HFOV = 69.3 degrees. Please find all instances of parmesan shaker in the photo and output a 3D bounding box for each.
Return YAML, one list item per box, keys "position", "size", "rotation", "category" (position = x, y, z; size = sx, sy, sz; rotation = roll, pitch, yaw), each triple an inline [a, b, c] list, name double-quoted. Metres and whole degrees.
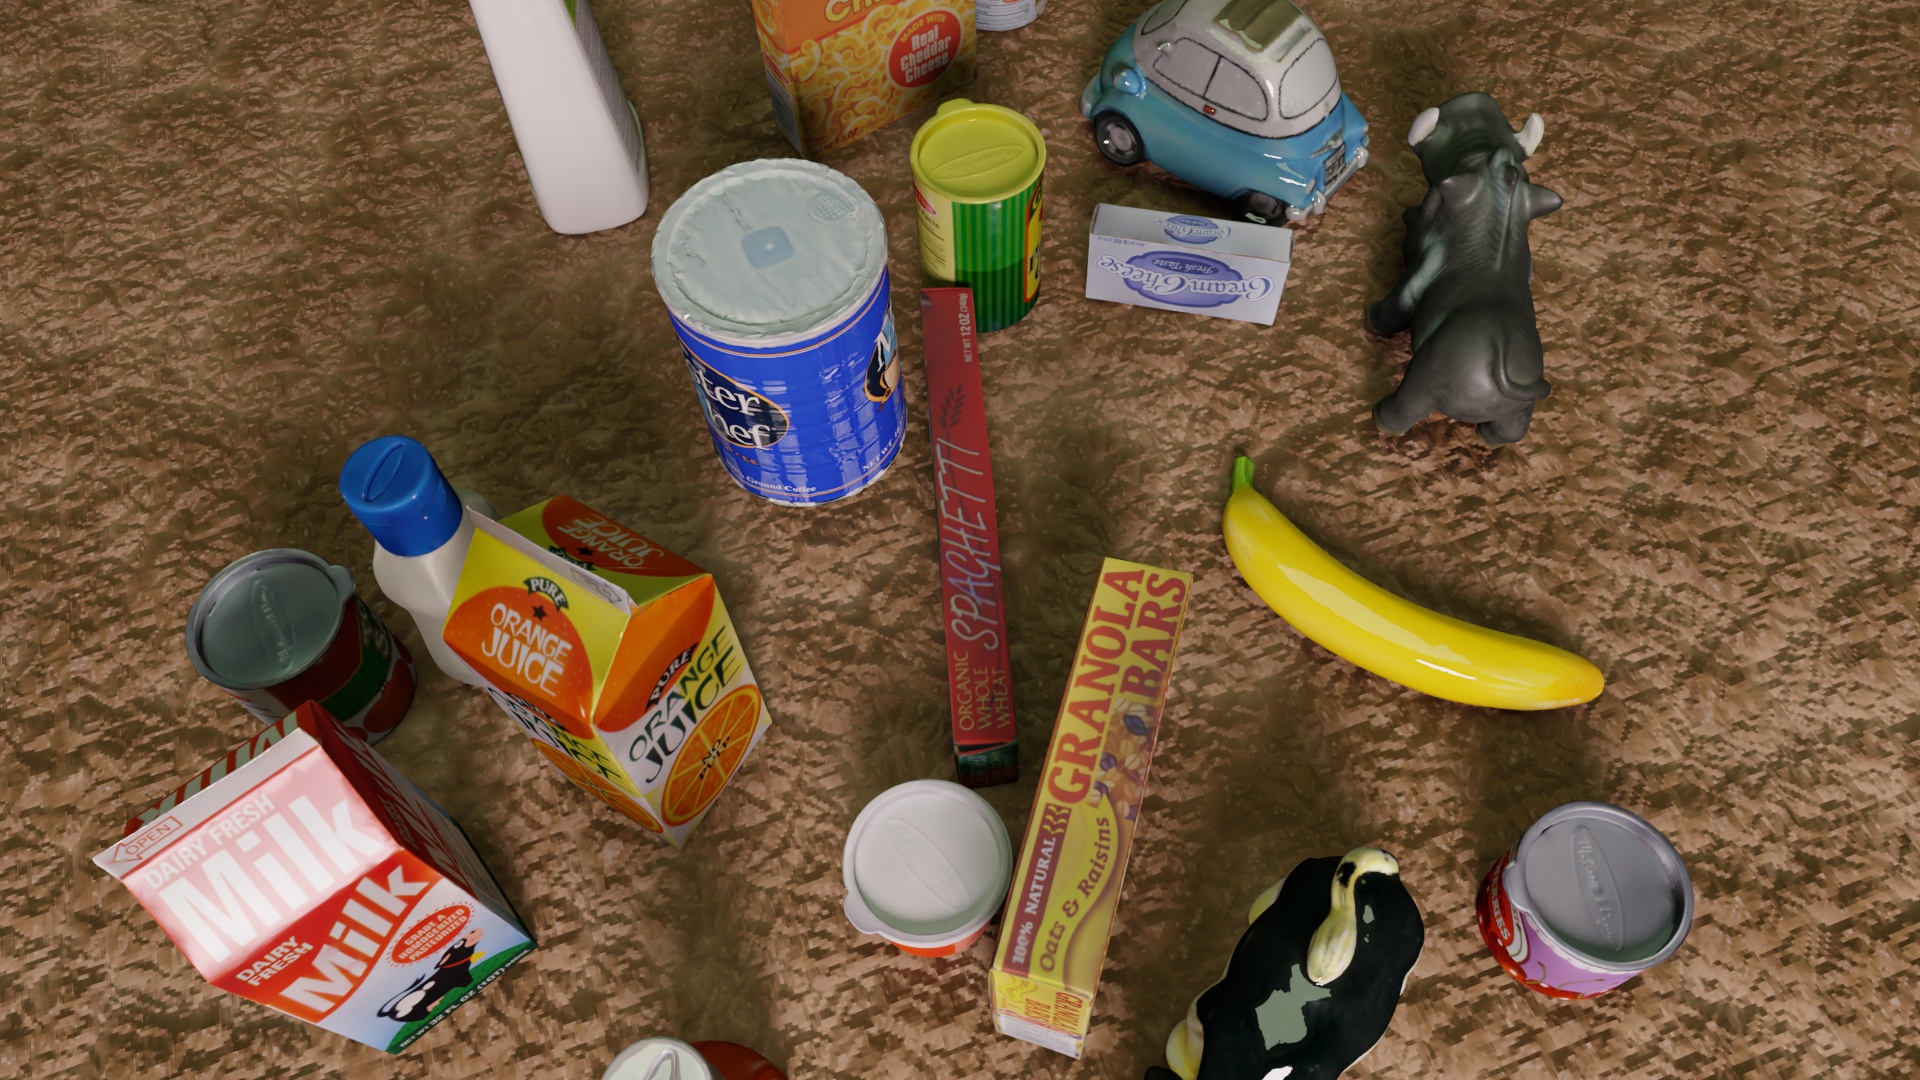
- position: [0.009, -0.166, 0.719]
  size: [0.071, 0.102, 0.071]
  rotation: [-1, 61, 2]
  category: "parmesan shaker"

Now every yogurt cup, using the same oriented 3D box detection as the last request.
- position: [-0.012, 0.139, 0.574]
  size: [0.072, 0.053, 0.073]
  rotation: [-1, 61, 2]
  category: "yogurt cup"

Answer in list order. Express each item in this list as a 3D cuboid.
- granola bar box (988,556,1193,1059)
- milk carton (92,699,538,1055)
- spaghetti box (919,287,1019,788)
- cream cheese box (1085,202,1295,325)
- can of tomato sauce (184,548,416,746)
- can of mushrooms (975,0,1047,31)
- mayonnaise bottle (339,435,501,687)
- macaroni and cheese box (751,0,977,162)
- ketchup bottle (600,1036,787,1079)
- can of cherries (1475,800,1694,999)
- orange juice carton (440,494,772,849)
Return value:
- position: [0.051, 0.107, 0.550]
  size: [0.039, 0.123, 0.166]
  rotation: [13, 62, 9]
  category: "granola bar box"
- position: [-0.232, 0.124, 0.513]
  size: [0.072, 0.189, 0.073]
  rotation: [-36, 65, -16]
  category: "milk carton"
- position: [0.002, -0.008, 0.660]
  size: [0.029, 0.050, 0.251]
  rotation: [-5, 60, 0]
  category: "spaghetti box"
- position: [0.119, -0.145, 0.731]
  size: [0.104, 0.053, 0.024]
  rotation: [10, 62, 7]
  category: "cream cheese box"
- position: [-0.288, 0.050, 0.618]
  size: [0.071, 0.082, 0.071]
  rotation: [-1, 61, 2]
  category: "can of tomato sauce"
- position: [0.023, -0.353, 0.864]
  size: [0.071, 0.033, 0.071]
  rotation: [-1, 60, 2]
  category: "can of mushrooms"
- position: [-0.220, 0.010, 0.602]
  size: [0.041, 0.147, 0.065]
  rotation: [13, 62, 9]
  category: "mayonnaise bottle"
- position: [-0.053, -0.303, 0.762]
  size: [0.124, 0.165, 0.040]
  rotation: [-32, 64, -15]
  category: "macaroni and cheese box"
- position: [-0.092, 0.205, 0.486]
  size: [0.043, 0.148, 0.065]
  rotation: [13, 62, 9]
  category: "ketchup bottle"
- position: [0.246, 0.145, 0.559]
  size: [0.071, 0.058, 0.072]
  rotation: [-1, 61, 2]
  category: "can of cherries"
- position: [-0.137, 0.049, 0.551]
  size: [0.072, 0.191, 0.073]
  rotation: [27, 65, 16]
  category: "orange juice carton"
